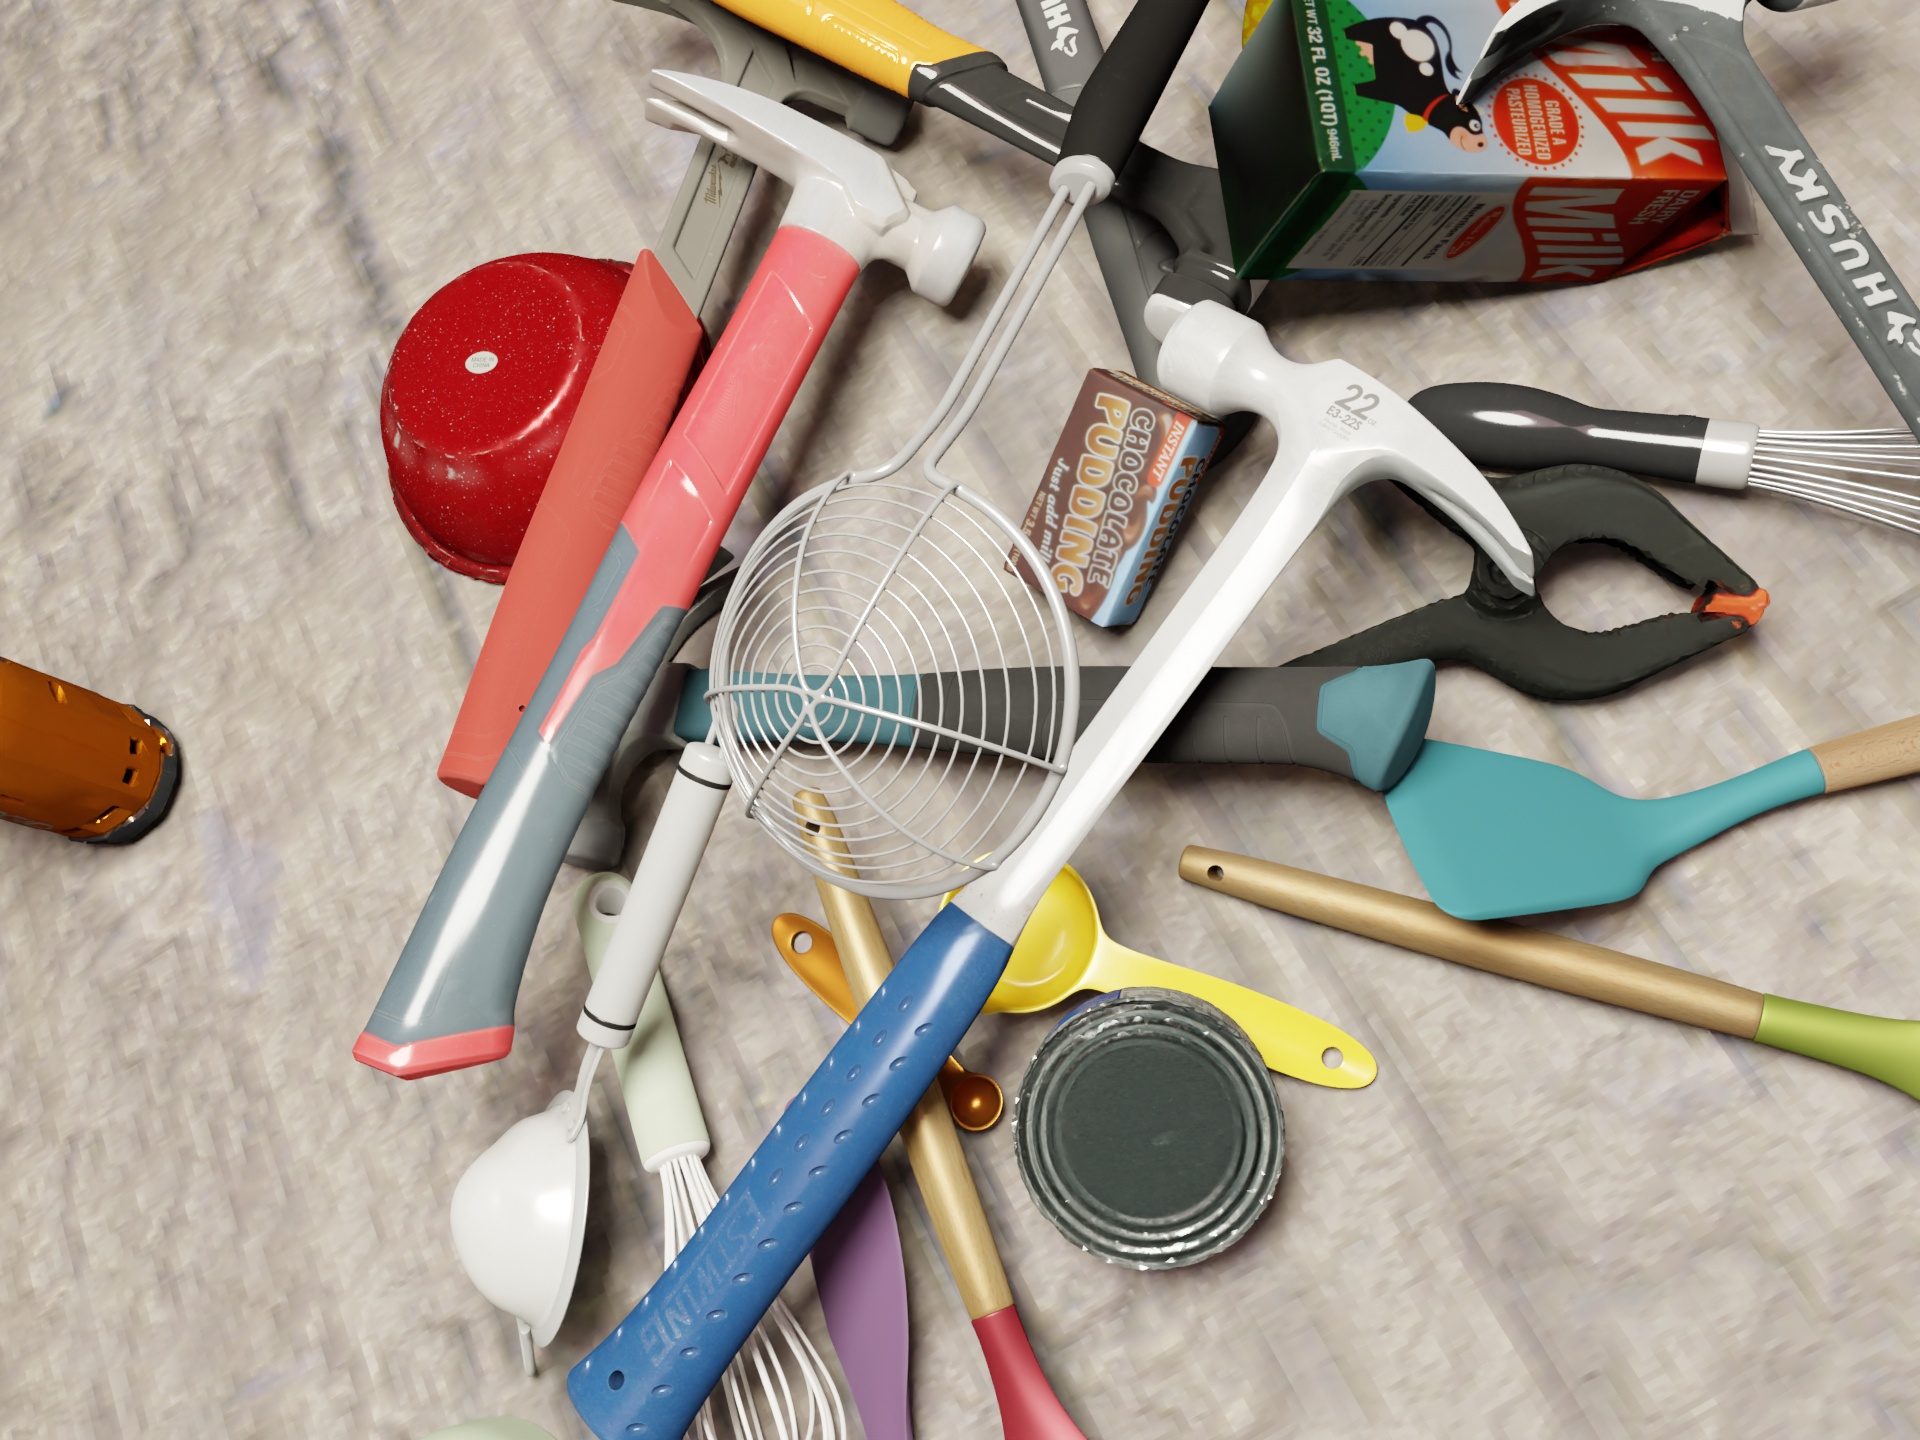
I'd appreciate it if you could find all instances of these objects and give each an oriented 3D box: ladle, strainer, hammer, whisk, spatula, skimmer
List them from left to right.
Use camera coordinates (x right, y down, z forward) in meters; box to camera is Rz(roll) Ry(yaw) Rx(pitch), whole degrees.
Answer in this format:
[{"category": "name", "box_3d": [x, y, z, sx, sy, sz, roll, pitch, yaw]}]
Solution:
[{"category": "strainer", "box_3d": [-0.126, 0.110, 0.545, 0.087, 0.050, 0.258, 37, 106, 61]}, {"category": "hammer", "box_3d": [-0.125, -0.061, 0.572, 0.143, 0.038, 0.386, 26, 71, -7]}, {"category": "hammer", "box_3d": [-0.135, -0.141, 0.629, 0.149, 0.036, 0.359, 20, 72, -10]}, {"category": "whisk", "box_3d": [-0.098, 0.162, 0.563, 0.057, 0.059, 0.247, -9, 60, -26]}, {"category": "hammer", "box_3d": [-0.018, -0.265, 0.617, 0.337, 0.034, 0.127, 30, 74, 9]}, {"category": "spatula", "box_3d": [-0.011, 0.271, 0.505, 0.059, 0.018, 0.316, -37, 61, 47]}, {"category": "hammer", "box_3d": [-0.001, -0.002, 0.574, 0.331, 0.033, 0.128, 1, 71, 24]}, {"category": "ladle", "box_3d": [0.003, 0.165, 0.516, 0.069, 0.031, 0.316, -26, 73, 13]}, {"category": "hammer", "box_3d": [0.017, 0.058, 0.500, 0.144, 0.035, 0.405, 35, 87, 27]}, {"category": "skimmer", "box_3d": [0.026, -0.117, 0.532, 0.127, 0.090, 0.363, 9, 59, 29]}, {"category": "hammer", "box_3d": [0.050, -0.246, 0.659, 0.146, 0.035, 0.335, -18, 68, 9]}, {"category": "ladle", "box_3d": [0.217, 0.085, 0.488, 0.320, 0.062, 0.078, 14, 97, 23]}, {"category": "whisk", "box_3d": [0.289, -0.084, 0.526, 0.285, 0.070, 0.070, 14, 76, 25]}, {"category": "spatula", "box_3d": [0.295, 0.003, 0.497, 0.317, 0.044, 0.082, -16, 40, 9]}, {"category": "hammer", "box_3d": [0.285, -0.071, 0.449, 0.149, 0.036, 0.409, -17, 71, -11]}]

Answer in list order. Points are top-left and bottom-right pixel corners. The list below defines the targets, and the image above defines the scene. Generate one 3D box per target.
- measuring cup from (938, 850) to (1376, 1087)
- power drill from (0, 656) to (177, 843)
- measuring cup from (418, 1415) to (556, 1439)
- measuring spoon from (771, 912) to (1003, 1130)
[{"category": "measuring cup", "box_3d": [0.067, 0.092, 0.551, 0.156, 0.029, 0.062, 21, 84, 10]}, {"category": "power drill", "box_3d": [-0.472, 0.008, 0.659, 0.226, 0.164, 0.084, -4, 72, 17]}, {"category": "measuring cup", "box_3d": [-0.199, 0.315, 0.540, 0.083, 0.038, 0.167, 38, 84, 24]}, {"category": "measuring spoon", "box_3d": [-0.028, 0.108, 0.578, 0.117, 0.011, 0.021, 37, 85, 27]}]
